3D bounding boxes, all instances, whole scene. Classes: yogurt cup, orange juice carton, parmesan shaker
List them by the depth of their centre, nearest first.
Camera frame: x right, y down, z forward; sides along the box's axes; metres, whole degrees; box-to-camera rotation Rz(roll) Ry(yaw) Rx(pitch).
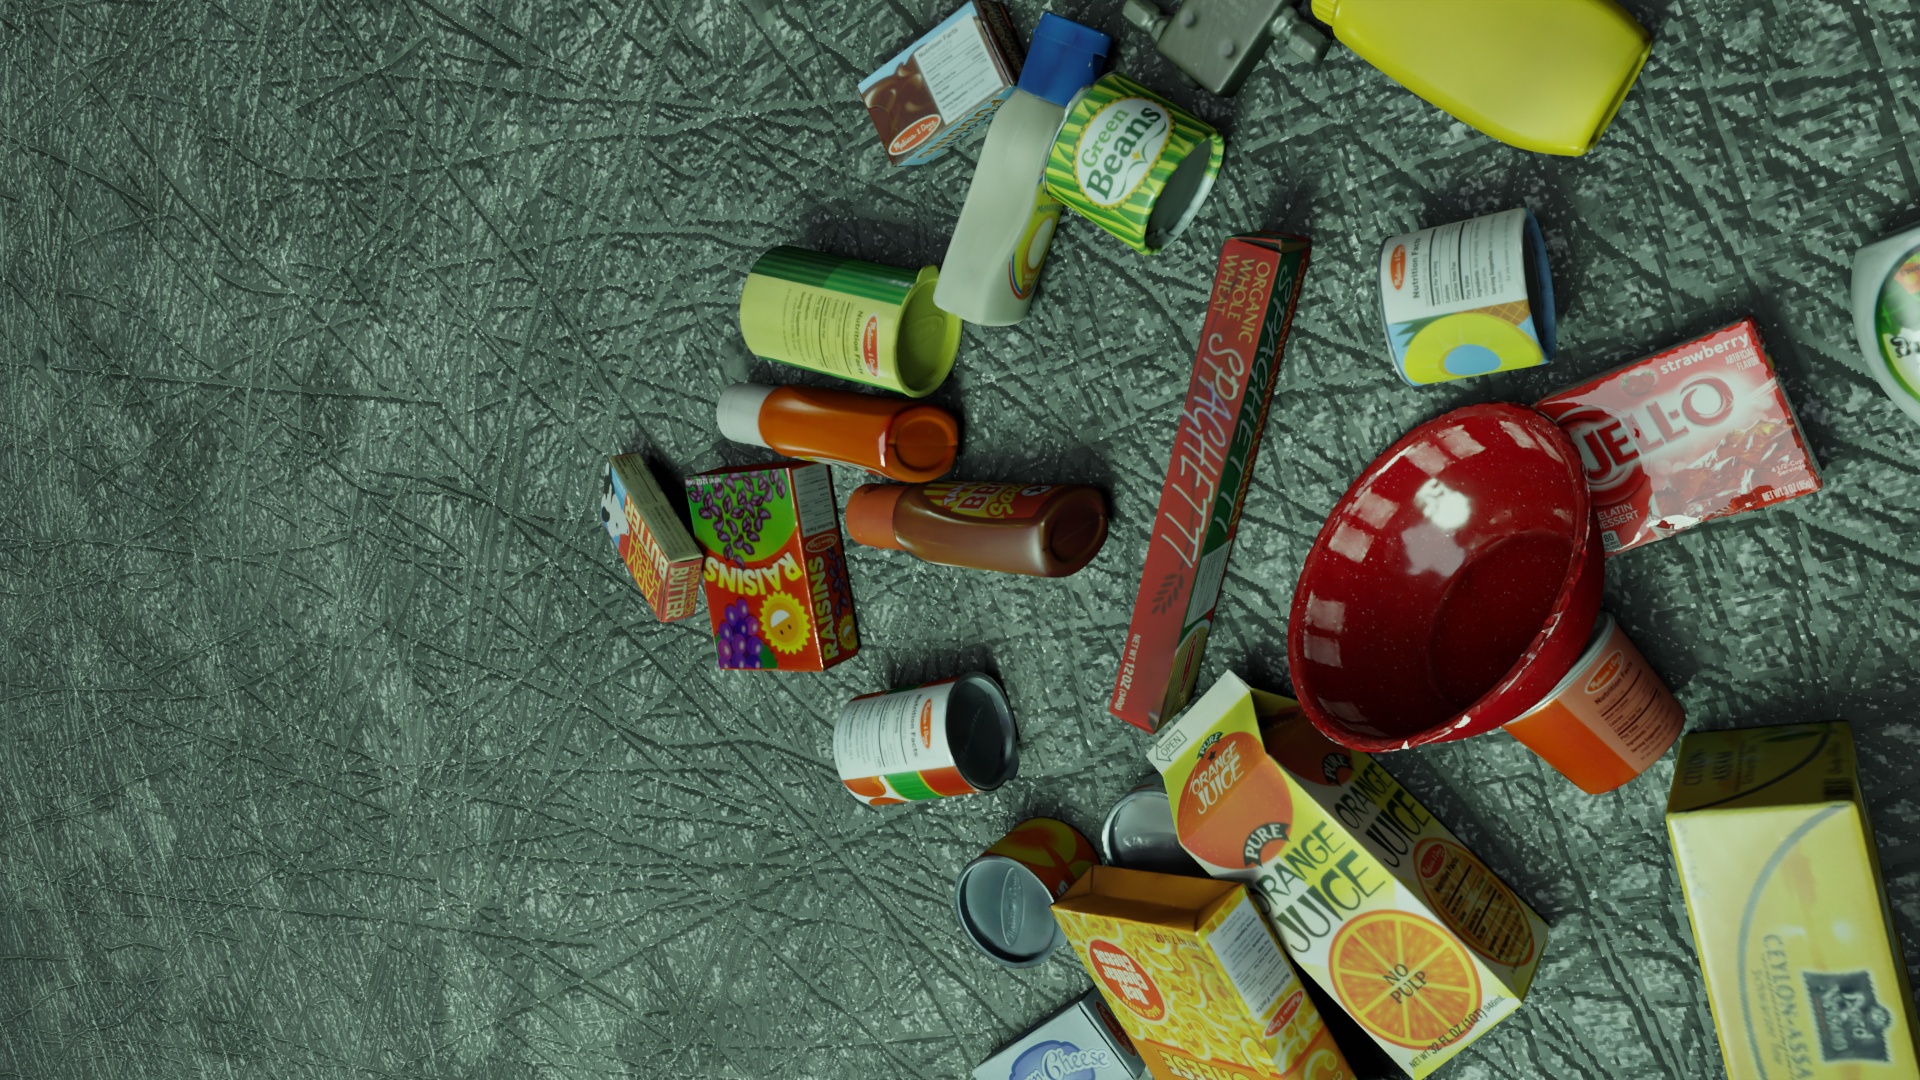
[{"bbox_3d":[0.271,0.072,0.599,0.054,0.073,0.072,46,122,4],"label":"yogurt cup"},{"bbox_3d":[0.179,0.151,0.670,0.193,0.073,0.071,45,122,15],"label":"orange juice carton"},{"bbox_3d":[-0.059,-0.123,0.751,0.103,0.071,0.071,17,111,28],"label":"parmesan shaker"}]

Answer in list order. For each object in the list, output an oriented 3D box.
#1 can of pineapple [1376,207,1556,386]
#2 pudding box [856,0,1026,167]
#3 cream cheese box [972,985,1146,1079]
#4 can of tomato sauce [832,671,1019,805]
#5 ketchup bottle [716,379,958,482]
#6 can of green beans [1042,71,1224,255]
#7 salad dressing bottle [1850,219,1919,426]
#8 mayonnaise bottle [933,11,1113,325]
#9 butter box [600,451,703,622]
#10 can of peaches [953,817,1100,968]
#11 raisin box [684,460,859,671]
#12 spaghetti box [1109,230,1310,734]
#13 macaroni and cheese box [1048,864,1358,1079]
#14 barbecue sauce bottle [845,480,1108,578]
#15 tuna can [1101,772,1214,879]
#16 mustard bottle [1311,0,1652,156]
[{"bbox_3d":[0.215,-0.101,0.588,0.058,0.071,0.071,-7,99,33],"label":"can of pineapple"},{"bbox_3d":[-0.008,-0.233,0.712,0.083,0.030,0.049,-25,90,34],"label":"pudding box"},{"bbox_3d":[0.058,0.309,0.817,0.103,0.024,0.053,-44,78,32],"label":"cream cheese box"},{"bbox_3d":[-0.019,0.115,0.791,0.083,0.071,0.071,-15,95,34],"label":"can of tomato sauce"},{"bbox_3d":[-0.075,-0.065,0.782,0.149,0.065,0.043,13,100,38],"label":"ketchup bottle"},{"bbox_3d":[0.081,-0.176,0.650,0.058,0.071,0.071,37,119,18],"label":"can of green beans"},{"bbox_3d":[0.381,-0.049,0.509,0.064,0.044,0.147,-23,90,35],"label":"salad dressing bottle"},{"bbox_3d":[0.033,-0.180,0.684,0.041,0.065,0.147,28,112,20],"label":"mayonnaise bottle"},{"bbox_3d":[-0.194,-0.003,0.867,0.104,0.024,0.052,52,140,33],"label":"butter box"},{"bbox_3d":[0.041,0.197,0.778,0.071,0.058,0.071,8,106,30],"label":"can of peaches"},{"bbox_3d":[-0.114,0.015,0.839,0.086,0.040,0.123,-3,100,32],"label":"raisin box"},{"bbox_3d":[0.120,-0.026,0.675,0.029,0.050,0.249,21,112,25],"label":"spaghetti box"},{"bbox_3d":[0.131,0.245,0.699,0.166,0.040,0.123,59,151,-10],"label":"macaroni and cheese box"},{"bbox_3d":[0.003,-0.009,0.748,0.148,0.065,0.043,5,114,40],"label":"barbecue sauce bottle"},{"bbox_3d":[0.112,0.161,0.739,0.071,0.033,0.071,9,107,30],"label":"tuna can"},{"bbox_3d":[0.199,-0.217,0.576,0.160,0.049,0.065,36,119,20],"label":"mustard bottle"}]
